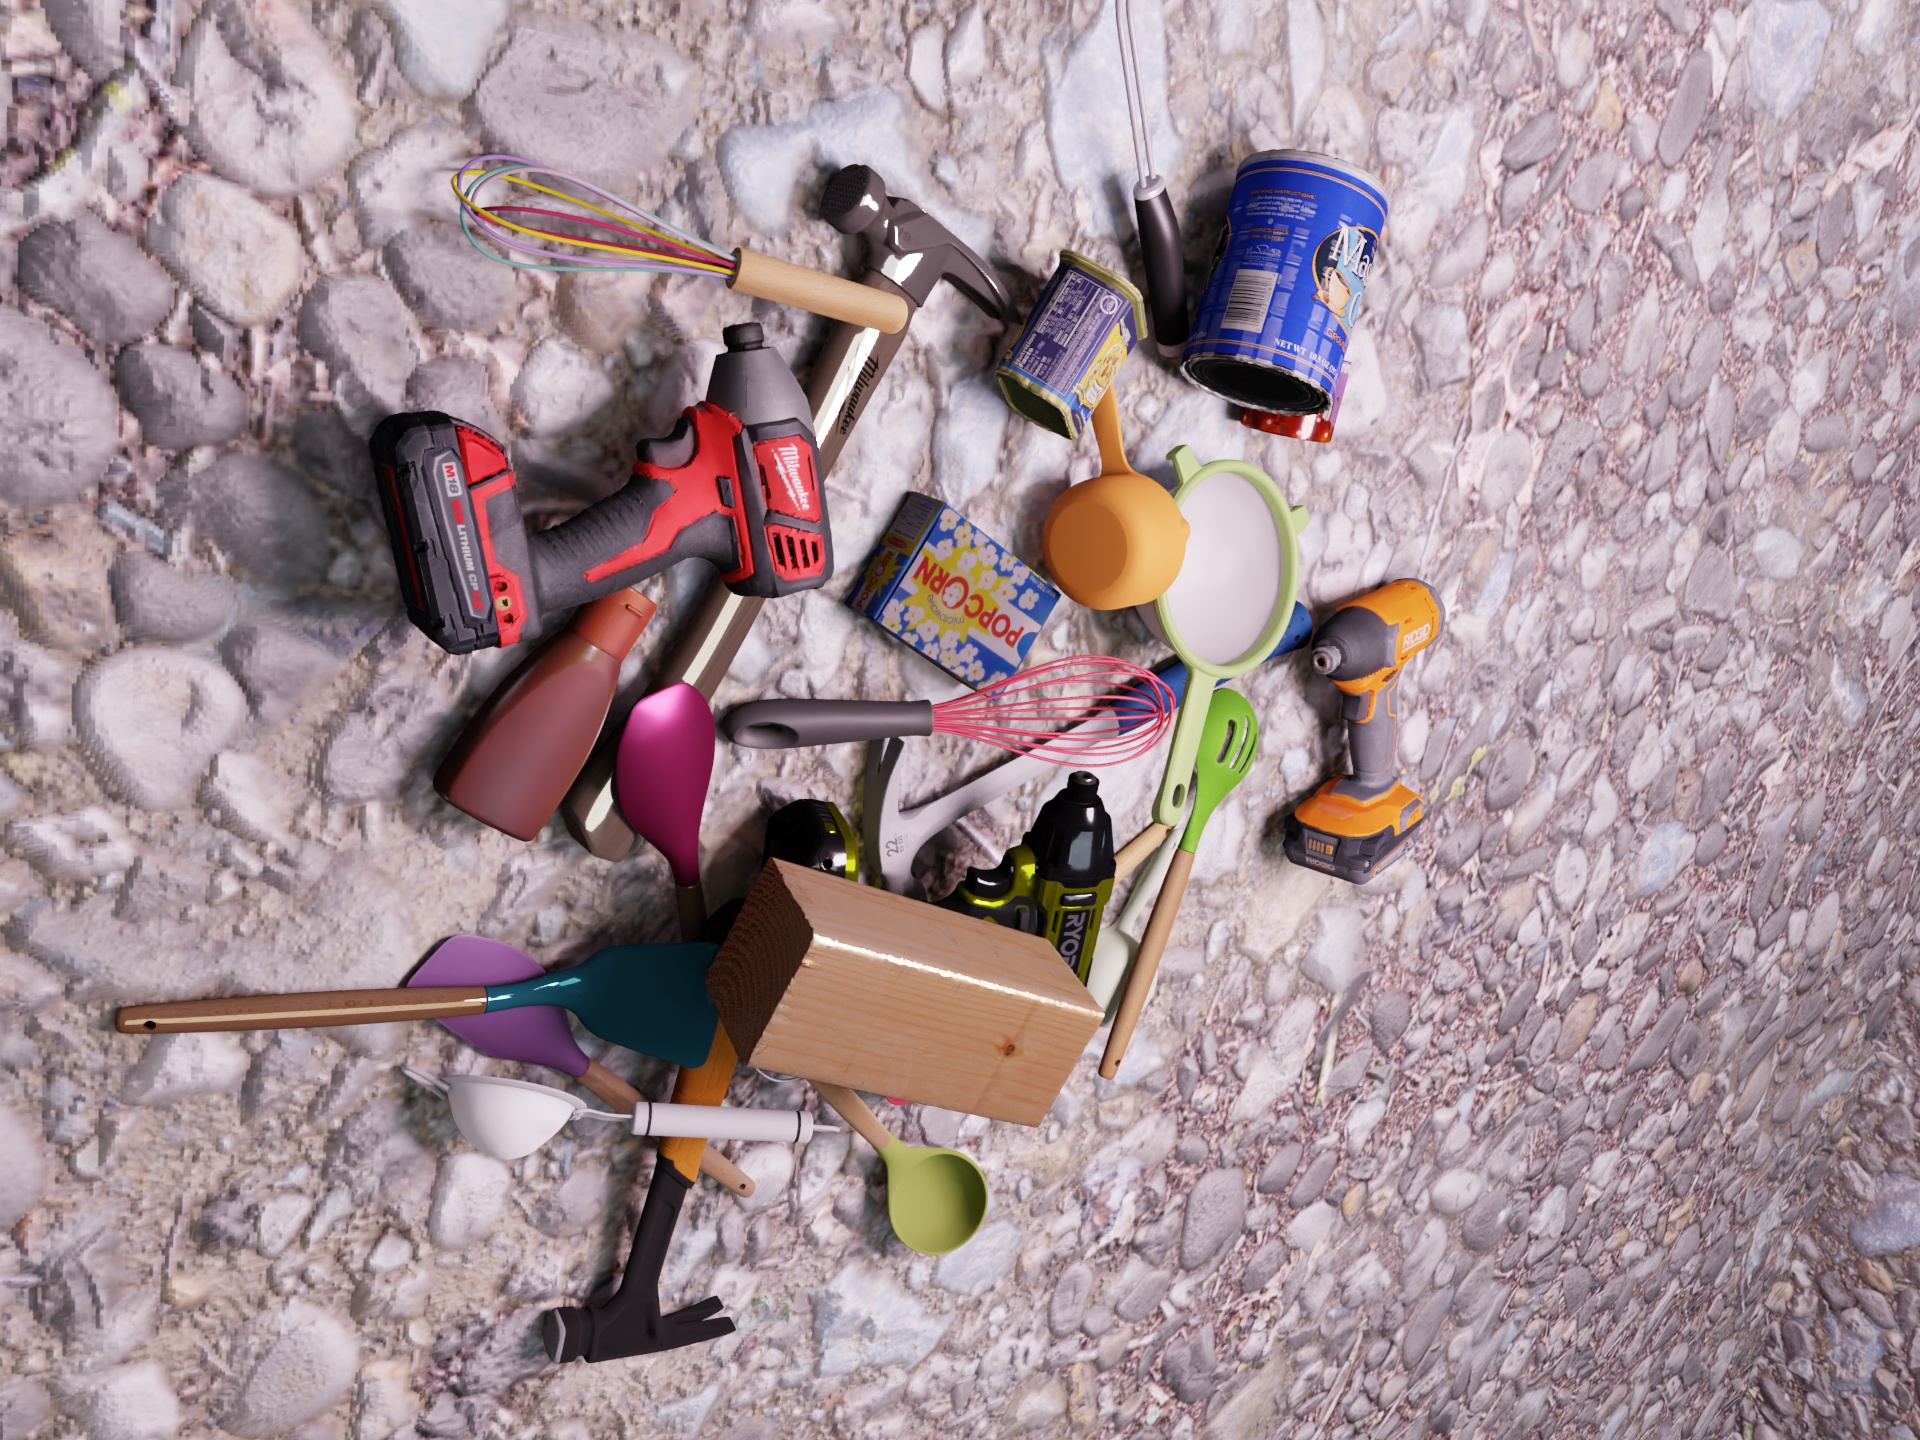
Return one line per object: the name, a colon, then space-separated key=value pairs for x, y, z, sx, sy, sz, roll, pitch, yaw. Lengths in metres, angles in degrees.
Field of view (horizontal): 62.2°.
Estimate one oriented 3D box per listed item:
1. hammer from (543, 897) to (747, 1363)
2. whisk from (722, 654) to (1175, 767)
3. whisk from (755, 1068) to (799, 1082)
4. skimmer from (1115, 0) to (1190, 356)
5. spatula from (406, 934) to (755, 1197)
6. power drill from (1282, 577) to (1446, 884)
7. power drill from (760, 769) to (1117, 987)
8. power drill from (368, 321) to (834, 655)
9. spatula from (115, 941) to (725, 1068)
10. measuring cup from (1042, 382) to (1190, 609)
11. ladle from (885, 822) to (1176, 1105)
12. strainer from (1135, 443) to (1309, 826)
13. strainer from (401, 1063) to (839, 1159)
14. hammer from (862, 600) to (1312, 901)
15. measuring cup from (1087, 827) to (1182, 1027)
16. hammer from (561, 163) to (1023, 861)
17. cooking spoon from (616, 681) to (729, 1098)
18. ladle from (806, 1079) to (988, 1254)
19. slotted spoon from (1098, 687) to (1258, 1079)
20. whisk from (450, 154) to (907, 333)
hammer: x=-0.167 y=0.263 z=1.008 sx=0.127 sy=0.034 sz=0.336 roll=5 pitch=112 yaw=-34
whisk: x=-0.002 y=-0.003 z=0.997 sx=0.295 sy=0.073 sz=0.073 roll=-2 pitch=112 yaw=-17
whisk: x=-0.045 y=0.177 z=1.093 sx=0.246 sy=0.058 sz=0.059 roll=-23 pitch=92 yaw=-35
skimmer: x=0.084 y=-0.382 z=0.956 sx=0.127 sy=0.090 sz=0.362 roll=-42 pitch=140 yaw=-21
spatula: x=-0.219 y=0.225 z=0.989 sx=0.060 sy=0.018 sz=0.315 roll=-47 pitch=131 yaw=-12
power drill: x=0.318 y=0.010 z=1.273 sx=0.164 sy=0.084 sz=0.226 roll=-22 pitch=121 yaw=-47
power drill: x=-0.011 y=0.112 z=1.020 sx=0.223 sy=0.080 sz=0.171 roll=0 pitch=116 yaw=-21
power drill: x=-0.173 y=-0.119 z=0.805 sx=0.219 sy=0.079 sz=0.143 roll=-15 pitch=108 yaw=-26
spatula: x=-0.285 y=0.158 z=0.874 sx=0.317 sy=0.044 sz=0.082 roll=2 pitch=108 yaw=-34
measuring cup: x=0.088 y=-0.156 z=1.025 sx=0.052 sy=0.095 sz=0.173 roll=-21 pitch=102 yaw=-51
ladle: x=0.053 y=0.167 z=1.179 sx=0.315 sy=0.031 sz=0.069 roll=-39 pitch=133 yaw=-22
strainer: x=0.154 y=-0.055 z=1.112 sx=0.151 sy=0.069 sz=0.256 roll=16 pitch=86 yaw=-41
strainer: x=-0.195 y=0.234 z=0.932 sx=0.258 sy=0.087 sz=0.050 roll=8 pitch=63 yaw=-18
hammer: x=0.100 y=0.000 z=1.136 sx=0.405 sy=0.035 sz=0.144 roll=-27 pitch=125 yaw=-28
measuring cup: x=0.141 y=0.164 z=1.240 sx=0.083 sy=0.038 sz=0.167 roll=24 pitch=95 yaw=-43
hammer: x=-0.107 y=-0.102 z=0.922 sx=0.146 sy=0.038 sz=0.410 roll=27 pitch=91 yaw=-44
cooking spoon: x=-0.161 y=0.116 z=0.961 sx=0.069 sy=0.017 sz=0.318 roll=-30 pitch=134 yaw=-35
ladle: x=-0.056 y=0.284 z=1.085 sx=0.078 sy=0.062 sz=0.319 roll=-42 pitch=141 yaw=-11
slotted spoon: x=0.166 y=0.125 z=1.217 sx=0.070 sy=0.031 sz=0.314 roll=24 pitch=85 yaw=-39
whisk: x=-0.135 y=-0.233 z=0.808 sx=0.244 sy=0.047 sz=0.051 roll=8 pitch=102 yaw=-31
